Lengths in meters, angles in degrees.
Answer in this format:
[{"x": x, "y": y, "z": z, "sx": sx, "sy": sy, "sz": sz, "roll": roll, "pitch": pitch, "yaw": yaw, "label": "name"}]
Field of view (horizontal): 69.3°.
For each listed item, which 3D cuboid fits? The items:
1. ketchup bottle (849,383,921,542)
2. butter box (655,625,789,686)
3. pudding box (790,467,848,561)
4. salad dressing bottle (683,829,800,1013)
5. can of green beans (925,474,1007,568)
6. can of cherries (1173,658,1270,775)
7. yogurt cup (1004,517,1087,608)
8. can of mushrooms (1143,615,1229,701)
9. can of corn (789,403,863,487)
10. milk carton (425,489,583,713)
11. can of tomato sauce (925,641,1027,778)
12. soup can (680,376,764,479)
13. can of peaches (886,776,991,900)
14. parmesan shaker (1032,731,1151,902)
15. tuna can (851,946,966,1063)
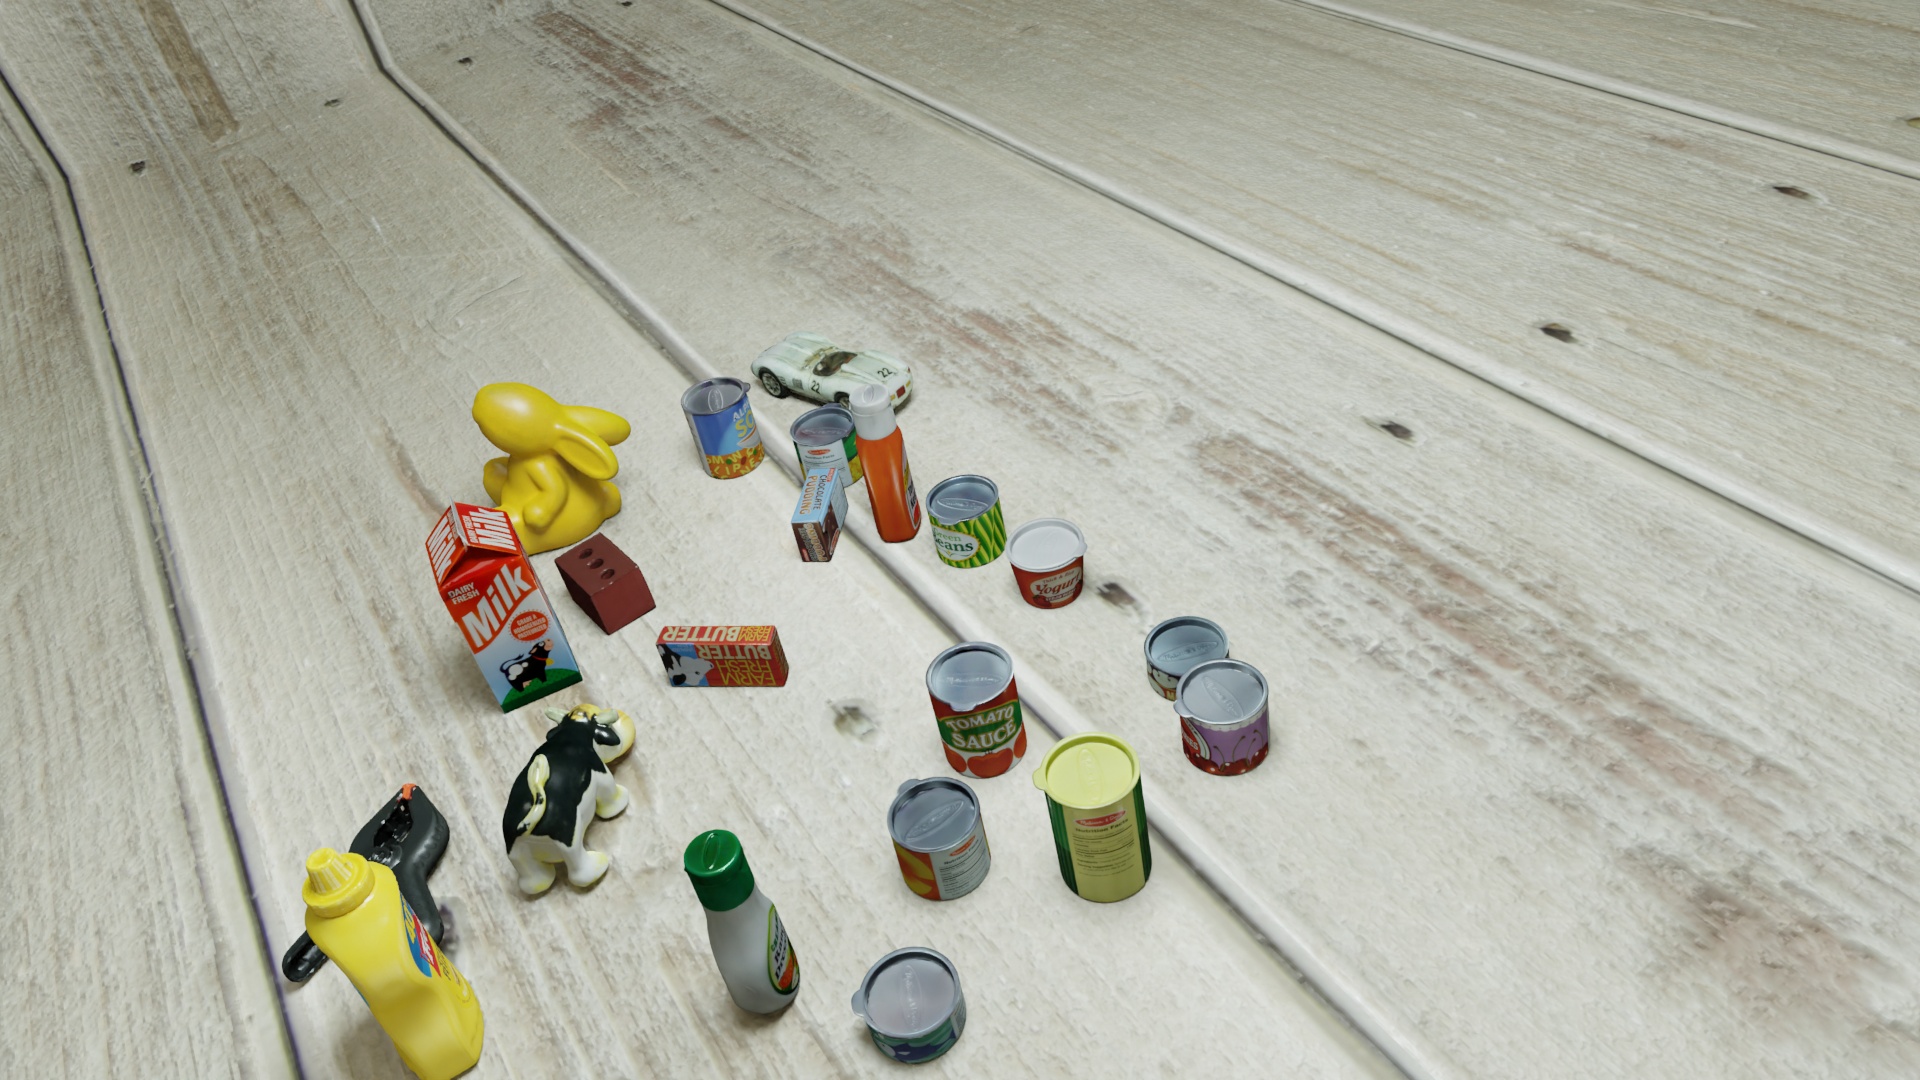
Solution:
[{"x": -0.070, "y": -0.072, "z": 1.265, "sx": 0.043, "sy": 0.148, "sz": 0.065, "roll": -8, "pitch": 39, "yaw": 5, "label": "ketchup bottle"}, {"x": -0.199, "y": 0.097, "z": 1.168, "sx": 0.103, "sy": 0.052, "sz": 0.024, "roll": -1, "pitch": 40, "yaw": 13, "label": "butter box"}, {"x": -0.131, "y": -0.025, "z": 1.302, "sx": 0.030, "sy": 0.049, "sz": 0.084, "roll": -2, "pitch": 40, "yaw": 12, "label": "pudding box"}, {"x": -0.141, "y": 0.247, "z": 0.898, "sx": 0.044, "sy": 0.147, "sz": 0.064, "roll": -7, "pitch": 39, "yaw": 6, "label": "salad dressing bottle"}, {"x": 0.006, "y": -0.017, "z": 1.251, "sx": 0.071, "sy": 0.057, "sz": 0.071, "roll": -7, "pitch": 39, "yaw": 6, "label": "can of green beans"}, {"x": 0.192, "y": 0.131, "z": 1.024, "sx": 0.071, "sy": 0.058, "sz": 0.072, "roll": -7, "pitch": 39, "yaw": 6, "label": "can of cherries"}, {"x": 0.075, "y": 0.021, "z": 1.190, "sx": 0.072, "sy": 0.053, "sz": 0.073, "roll": -7, "pitch": 39, "yaw": 6, "label": "yogurt cup"}, {"x": 0.179, "y": 0.095, "z": 1.091, "sx": 0.071, "sy": 0.033, "sz": 0.071, "roll": -7, "pitch": 39, "yaw": 6, "label": "can of mushrooms"}, {"x": -0.129, "y": -0.093, "z": 1.377, "sx": 0.071, "sy": 0.058, "sz": 0.071, "roll": -7, "pitch": 39, "yaw": 6, "label": "can of corn"}, {"x": -0.390, "y": 0.047, "z": 1.169, "sx": 0.073, "sy": 0.189, "sz": 0.072, "roll": -24, "pitch": 40, "yaw": -14, "label": "milk carton"}, {"x": 0.014, "y": 0.130, "z": 1.051, "sx": 0.071, "sy": 0.082, "sz": 0.071, "roll": -7, "pitch": 39, "yaw": 6, "label": "can of tomato sauce"}, {"x": -0.238, "y": -0.115, "z": 1.411, "sx": 0.071, "sy": 0.083, "sz": 0.072, "roll": -7, "pitch": 39, "yaw": 6, "label": "soup can"}, {"x": -0.016, "y": 0.209, "z": 0.982, "sx": 0.071, "sy": 0.057, "sz": 0.071, "roll": -7, "pitch": 39, "yaw": 6, "label": "can of peaches"}, {"x": 0.091, "y": 0.189, "z": 0.944, "sx": 0.071, "sy": 0.102, "sz": 0.072, "roll": -7, "pitch": 39, "yaw": 6, "label": "parmesan shaker"}, {"x": -0.033, "y": 0.300, "z": 0.896, "sx": 0.071, "sy": 0.032, "sz": 0.071, "roll": -7, "pitch": 39, "yaw": 6, "label": "tuna can"}]
